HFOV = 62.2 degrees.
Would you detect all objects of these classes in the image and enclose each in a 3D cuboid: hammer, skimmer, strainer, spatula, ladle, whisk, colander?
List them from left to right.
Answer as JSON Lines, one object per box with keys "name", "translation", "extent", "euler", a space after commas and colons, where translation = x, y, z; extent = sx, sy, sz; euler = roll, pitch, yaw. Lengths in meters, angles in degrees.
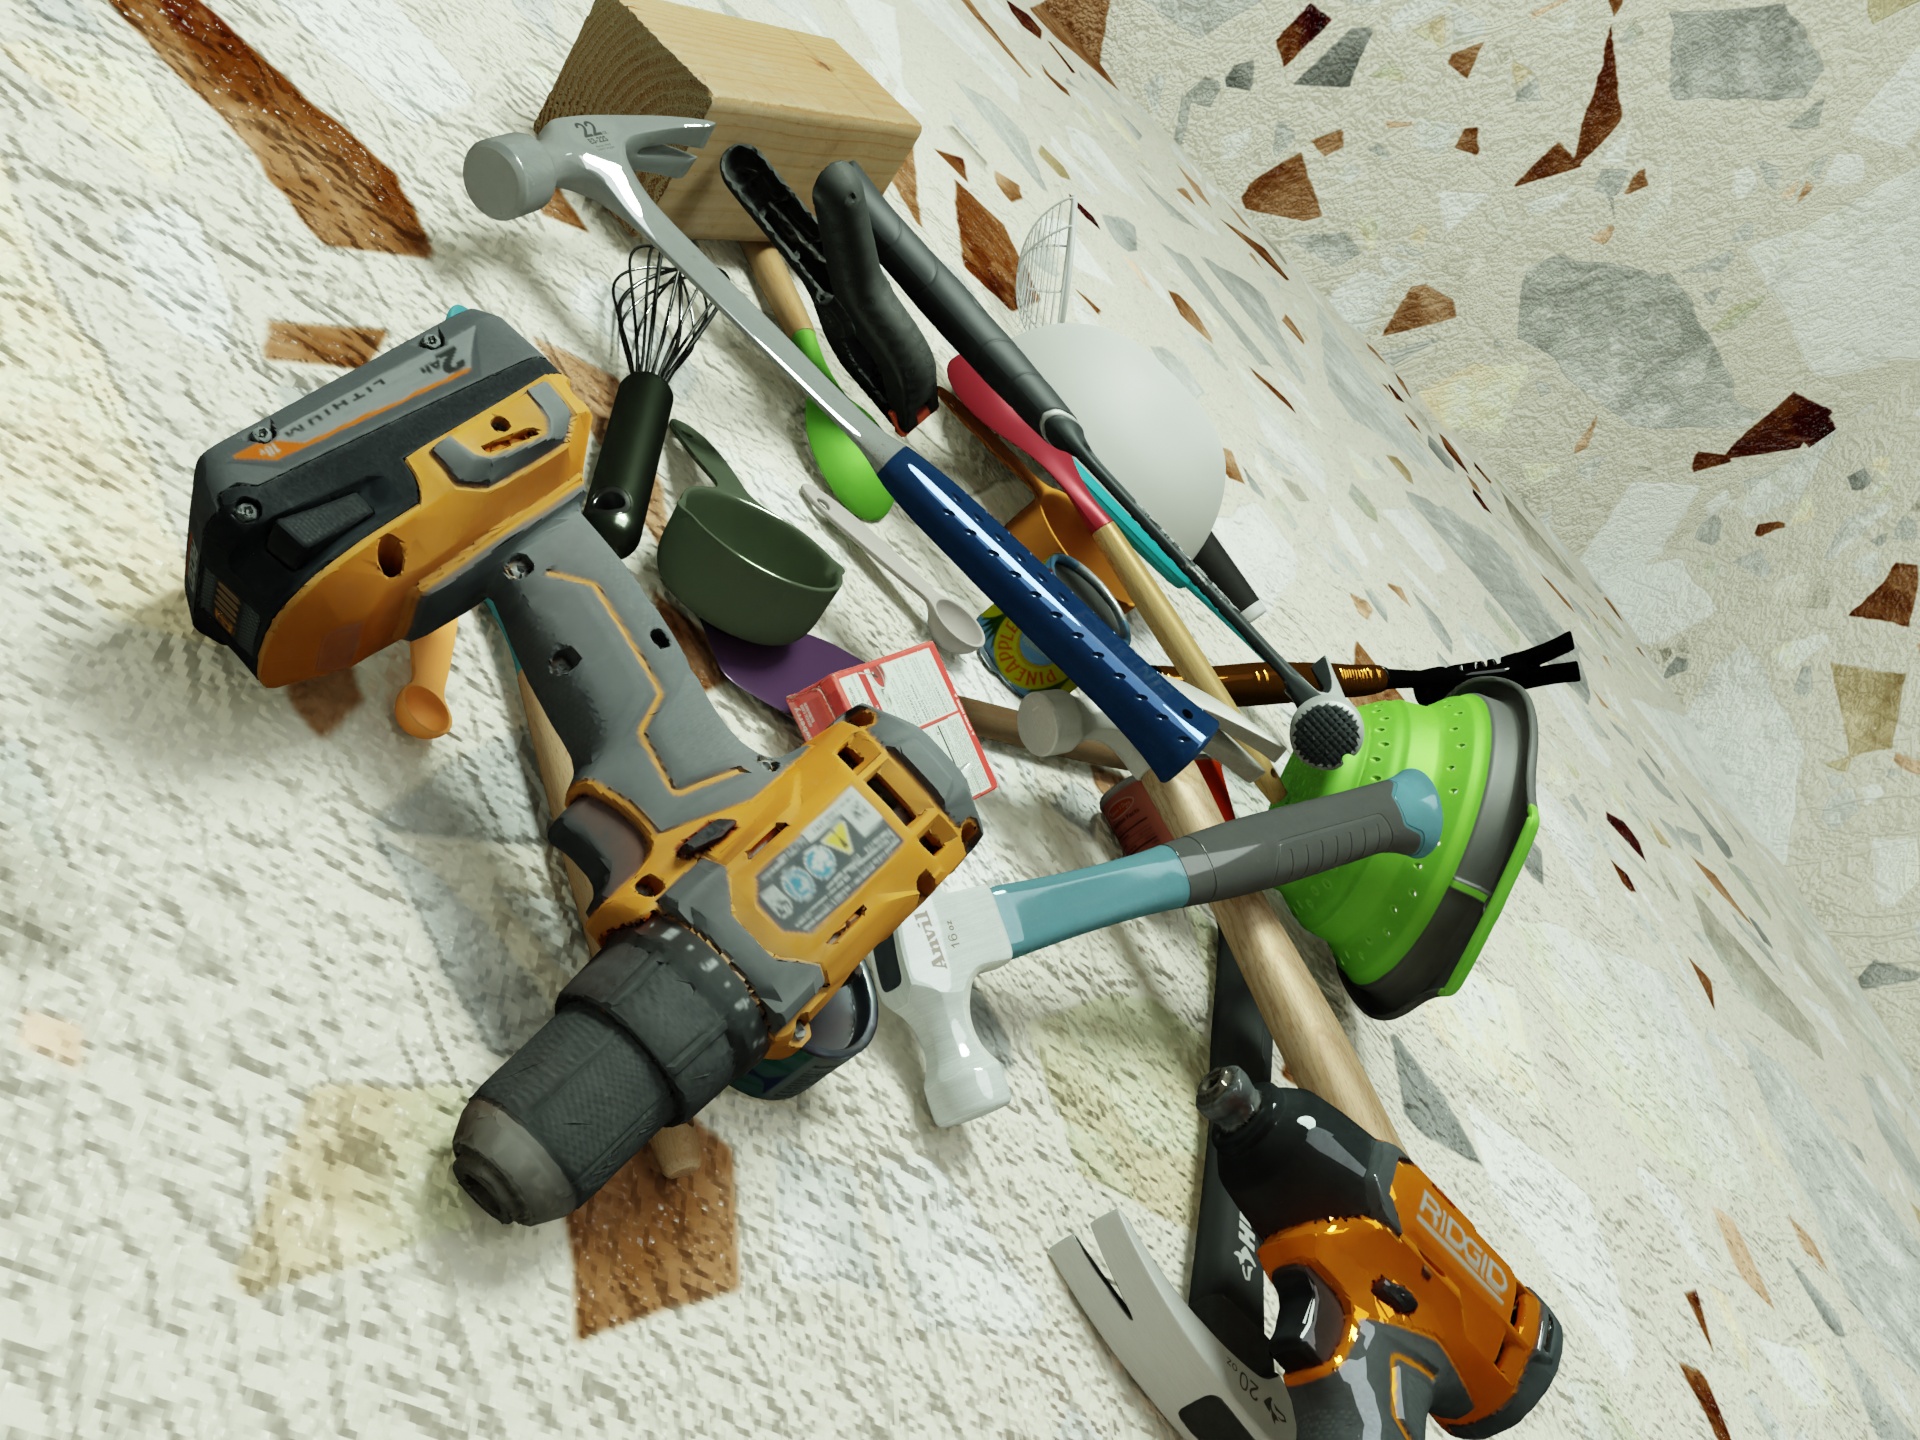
{"name": "spatula", "translation": [-0.129, -0.002, 0.537], "extent": [0.082, 0.044, 0.318], "euler": [39, 24, -60]}
{"name": "whisk", "translation": [-0.141, -0.151, 0.720], "extent": [0.058, 0.059, 0.247], "euler": [0, 43, 0]}
{"name": "hammer", "translation": [-0.036, -0.130, 0.731], "extent": [0.405, 0.035, 0.144], "euler": [44, 38, -1]}
{"name": "spatula", "translation": [-0.001, -0.002, 0.770], "extent": [0.315, 0.018, 0.060], "euler": [14, 40, -49]}
{"name": "hammer", "translation": [0.068, -0.142, 0.847], "extent": [0.409, 0.036, 0.149], "euler": [48, 15, 2]}
{"name": "ladle", "translation": [0.094, -0.087, 0.903], "extent": [0.069, 0.031, 0.315], "euler": [-29, 84, -47]}
{"name": "skimmer", "translation": [0.153, -0.245, 1.255], "extent": [0.363, 0.090, 0.127], "euler": [56, -5, 7]}
{"name": "strainer", "translation": [0.151, -0.150, 1.061], "extent": [0.340, 0.095, 0.211], "euler": [42, 11, -12]}
{"name": "hammer", "translation": [0.100, 0.066, 0.683], "extent": [0.331, 0.033, 0.128], "euler": [-10, 72, -38]}
{"name": "hammer", "translation": [0.119, 0.176, 0.706], "extent": [0.146, 0.035, 0.335], "euler": [45, 26, -11]}
{"name": "hammer", "translation": [0.147, 0.118, 0.723], "extent": [0.130, 0.031, 0.332], "euler": [-9, 62, -36]}
{"name": "colander", "translation": [0.234, 0.042, 0.975], "extent": [0.094, 0.204, 0.397], "euler": [22, 11, -2]}
{"name": "hammer", "translation": [0.248, -0.025, 1.024], "extent": [0.336, 0.127, 0.034], "euler": [-3, 82, -34]}

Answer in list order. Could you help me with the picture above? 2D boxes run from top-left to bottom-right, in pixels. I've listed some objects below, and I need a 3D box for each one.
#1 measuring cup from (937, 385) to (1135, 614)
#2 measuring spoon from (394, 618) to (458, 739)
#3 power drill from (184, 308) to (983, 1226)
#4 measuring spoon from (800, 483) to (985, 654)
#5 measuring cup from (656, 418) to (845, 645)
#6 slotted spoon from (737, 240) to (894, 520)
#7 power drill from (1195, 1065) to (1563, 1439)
{"name": "measuring cup", "translation": [0.031, -0.118, 0.939], "extent": [0.173, 0.052, 0.095], "euler": [47, 26, -3]}
{"name": "measuring spoon", "translation": [-0.181, -0.034, 0.538], "extent": [0.021, 0.011, 0.117], "euler": [39, 24, -39]}
{"name": "power drill", "translation": [-0.123, 0.012, 0.459], "extent": [0.226, 0.084, 0.185], "euler": [47, 54, -1]}
{"name": "measuring spoon", "translation": [-0.038, -0.076, 0.819], "extent": [0.124, 0.018, 0.034], "euler": [42, 26, -1]}
{"name": "measuring cup", "translation": [-0.109, -0.086, 0.702], "extent": [0.083, 0.038, 0.168], "euler": [19, 22, -36]}
{"name": "slotted spoon", "translation": [-0.100, -0.239, 0.918], "extent": [0.070, 0.031, 0.314], "euler": [18, 39, -50]}
{"name": "power drill", "translation": [0.113, 0.230, 0.518], "extent": [0.164, 0.084, 0.226], "euler": [46, 41, -8]}
